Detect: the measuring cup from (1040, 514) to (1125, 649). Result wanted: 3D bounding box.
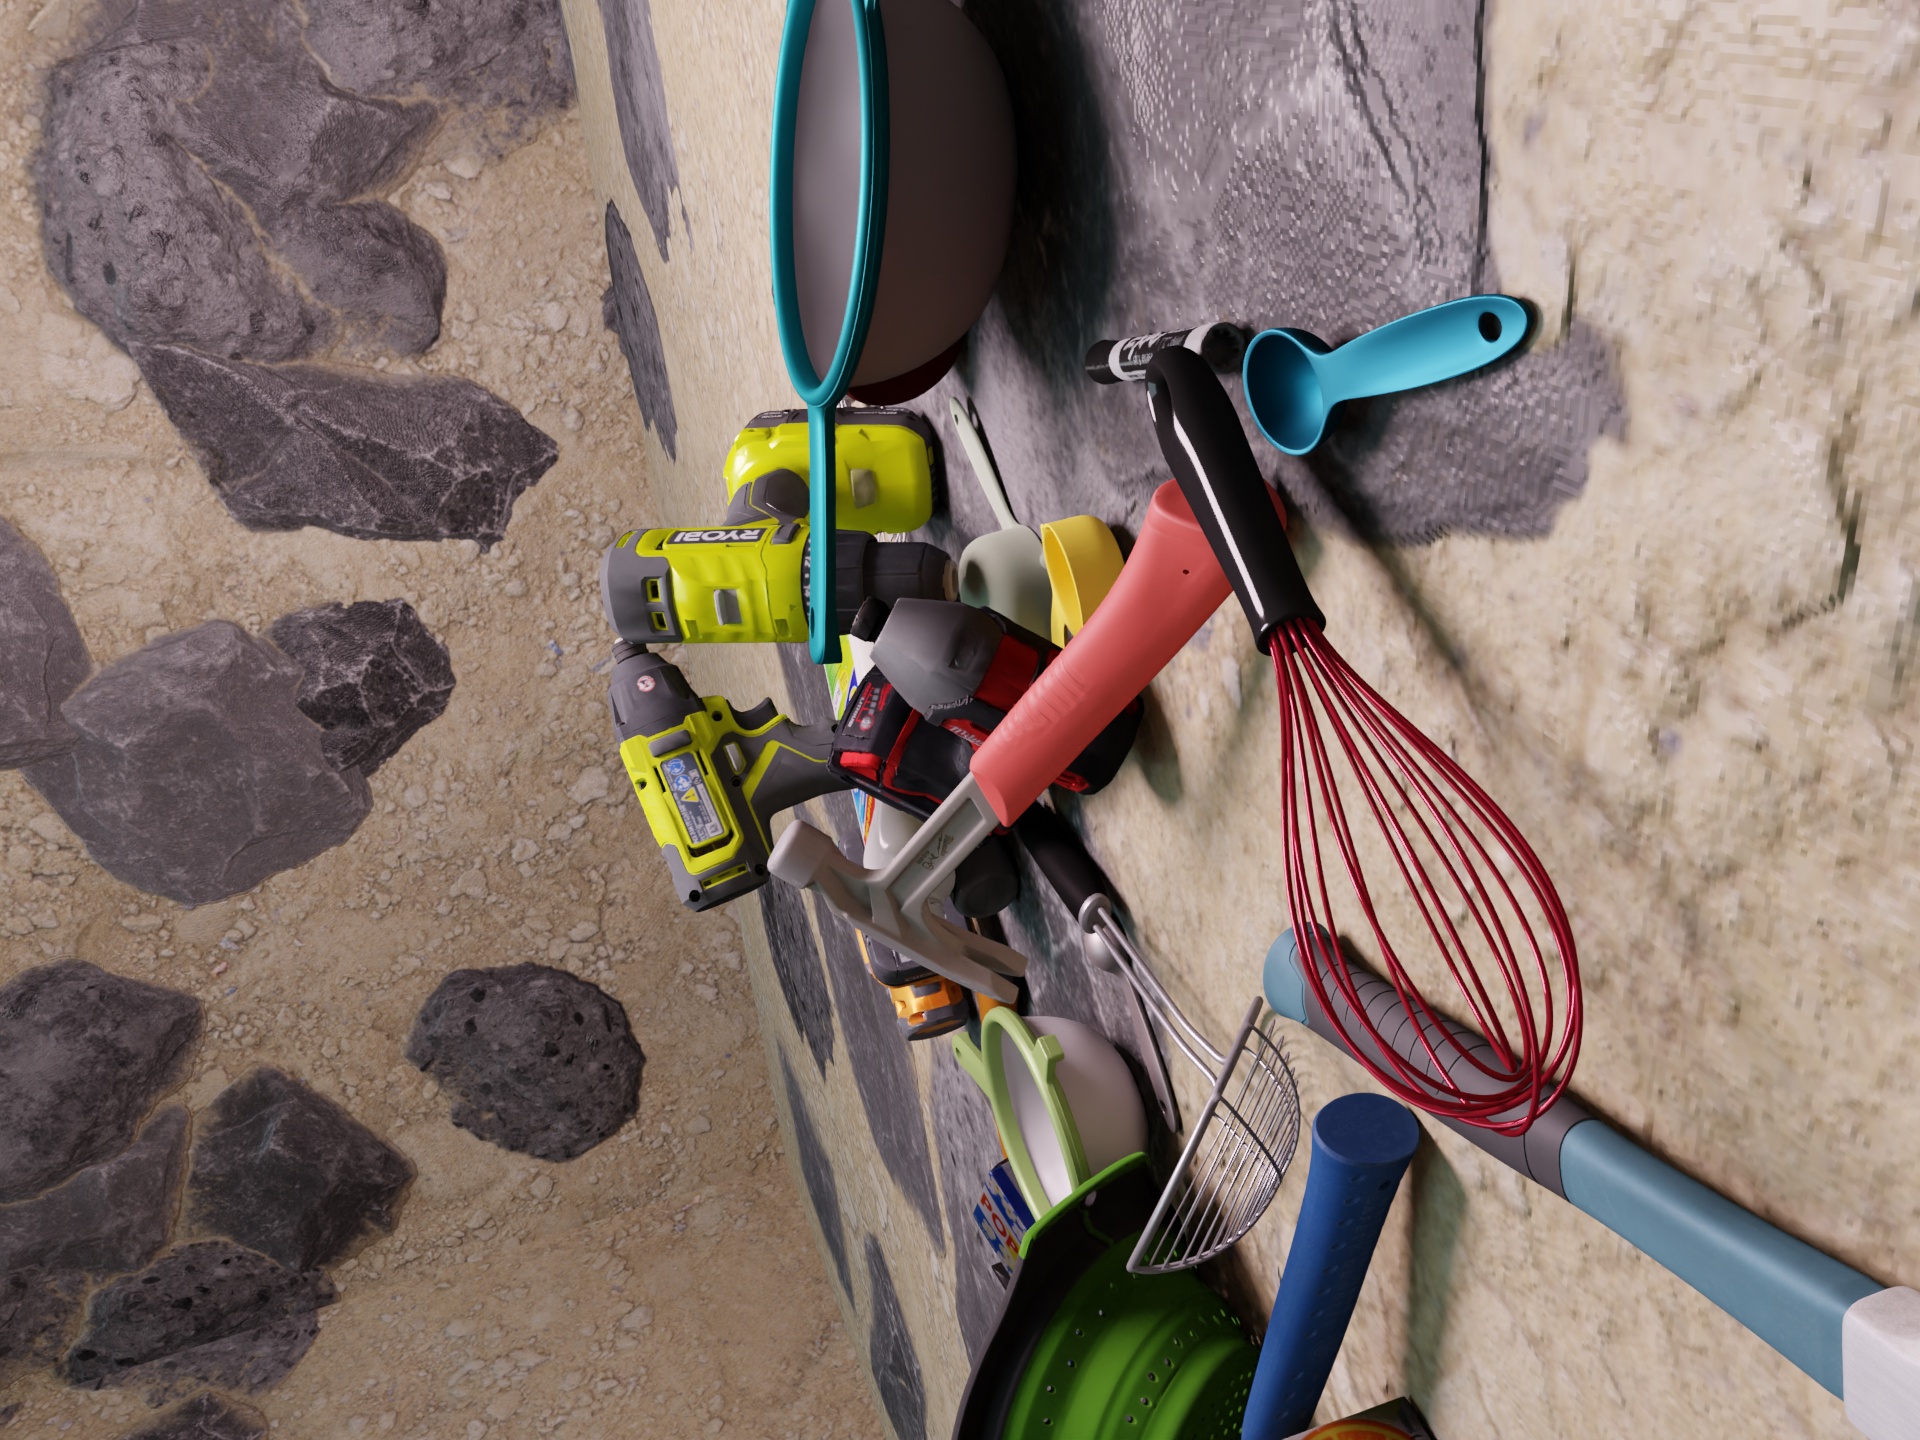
[{"bbox_3d":[0.062,-0.053,0.786,0.156,0.029,0.062,82,170,-73],"label":"measuring cup"}]

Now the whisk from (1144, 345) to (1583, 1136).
[{"bbox_3d":[0.110,-0.011,0.496,0.073,0.073,0.296,97,159,-55],"label":"whisk"}]

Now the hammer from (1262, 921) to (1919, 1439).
[{"bbox_3d":[0.178,0.125,0.474,0.331,0.033,0.128,-149,48,-71],"label":"hammer"}]

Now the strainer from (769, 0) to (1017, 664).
[{"bbox_3d":[-0.029,-0.194,0.772,0.211,0.095,0.340,-136,45,-66],"label":"strainer"}]

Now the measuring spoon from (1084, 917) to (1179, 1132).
[{"bbox_3d":[0.092,0.167,0.871,0.034,0.018,0.124,119,134,-69],"label":"measuring spoon"}]

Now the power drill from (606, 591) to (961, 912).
[{"bbox_3d":[-0.095,-0.003,0.974,0.080,0.223,0.171,124,123,-76],"label":"power drill"}]

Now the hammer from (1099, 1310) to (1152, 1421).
[{"bbox_3d":[0.133,0.479,0.897,0.149,0.036,0.409,-51,42,33],"label":"hammer"}]

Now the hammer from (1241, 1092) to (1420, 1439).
[{"bbox_3d":[0.137,0.318,0.695,0.035,0.144,0.405,-125,34,-50],"label":"hammer"}]

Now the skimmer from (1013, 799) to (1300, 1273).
[{"bbox_3d":[0.065,0.123,0.789,0.127,0.090,0.364,-69,25,18],"label":"skimmer"}]

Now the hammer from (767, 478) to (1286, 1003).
[{"bbox_3d":[0.038,0.018,0.704,0.359,0.149,0.037,-50,13,49],"label":"hammer"}]

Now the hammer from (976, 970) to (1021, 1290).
[{"bbox_3d":[0.042,0.316,1.178,0.127,0.034,0.336,-136,35,-63],"label":"hammer"}]

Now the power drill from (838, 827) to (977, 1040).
[{"bbox_3d":[-0.044,0.139,1.233,0.226,0.084,0.185,89,165,-68],"label":"power drill"}]

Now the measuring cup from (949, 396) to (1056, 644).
[{"bbox_3d":[0.010,-0.106,0.883,0.083,0.038,0.168,112,139,-67],"label":"measuring cup"}]

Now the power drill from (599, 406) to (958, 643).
[{"bbox_3d":[-0.083,-0.112,0.932,0.229,0.190,0.080,-71,-22,-60],"label":"power drill"}]

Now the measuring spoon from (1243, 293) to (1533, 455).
[{"bbox_3d":[0.130,-0.109,0.480,0.129,0.021,0.042,0,111,66],"label":"measuring spoon"}]

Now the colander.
[{"bbox_3d":[0.091,0.429,0.829,0.094,0.204,0.397,15,112,38],"label":"colander"}]

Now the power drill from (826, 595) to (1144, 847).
[{"bbox_3d":[-0.001,-0.003,0.830,0.078,0.143,0.219,-64,6,-15],"label":"power drill"}]

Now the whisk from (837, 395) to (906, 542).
[{"bbox_3d":[-0.085,-0.220,1.131,0.057,0.059,0.246,17,-119,-74],"label":"whisk"}]

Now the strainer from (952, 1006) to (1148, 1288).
[{"bbox_3d":[0.055,0.226,0.967,0.256,0.069,0.151,-162,58,-75],"label":"strainer"}]
